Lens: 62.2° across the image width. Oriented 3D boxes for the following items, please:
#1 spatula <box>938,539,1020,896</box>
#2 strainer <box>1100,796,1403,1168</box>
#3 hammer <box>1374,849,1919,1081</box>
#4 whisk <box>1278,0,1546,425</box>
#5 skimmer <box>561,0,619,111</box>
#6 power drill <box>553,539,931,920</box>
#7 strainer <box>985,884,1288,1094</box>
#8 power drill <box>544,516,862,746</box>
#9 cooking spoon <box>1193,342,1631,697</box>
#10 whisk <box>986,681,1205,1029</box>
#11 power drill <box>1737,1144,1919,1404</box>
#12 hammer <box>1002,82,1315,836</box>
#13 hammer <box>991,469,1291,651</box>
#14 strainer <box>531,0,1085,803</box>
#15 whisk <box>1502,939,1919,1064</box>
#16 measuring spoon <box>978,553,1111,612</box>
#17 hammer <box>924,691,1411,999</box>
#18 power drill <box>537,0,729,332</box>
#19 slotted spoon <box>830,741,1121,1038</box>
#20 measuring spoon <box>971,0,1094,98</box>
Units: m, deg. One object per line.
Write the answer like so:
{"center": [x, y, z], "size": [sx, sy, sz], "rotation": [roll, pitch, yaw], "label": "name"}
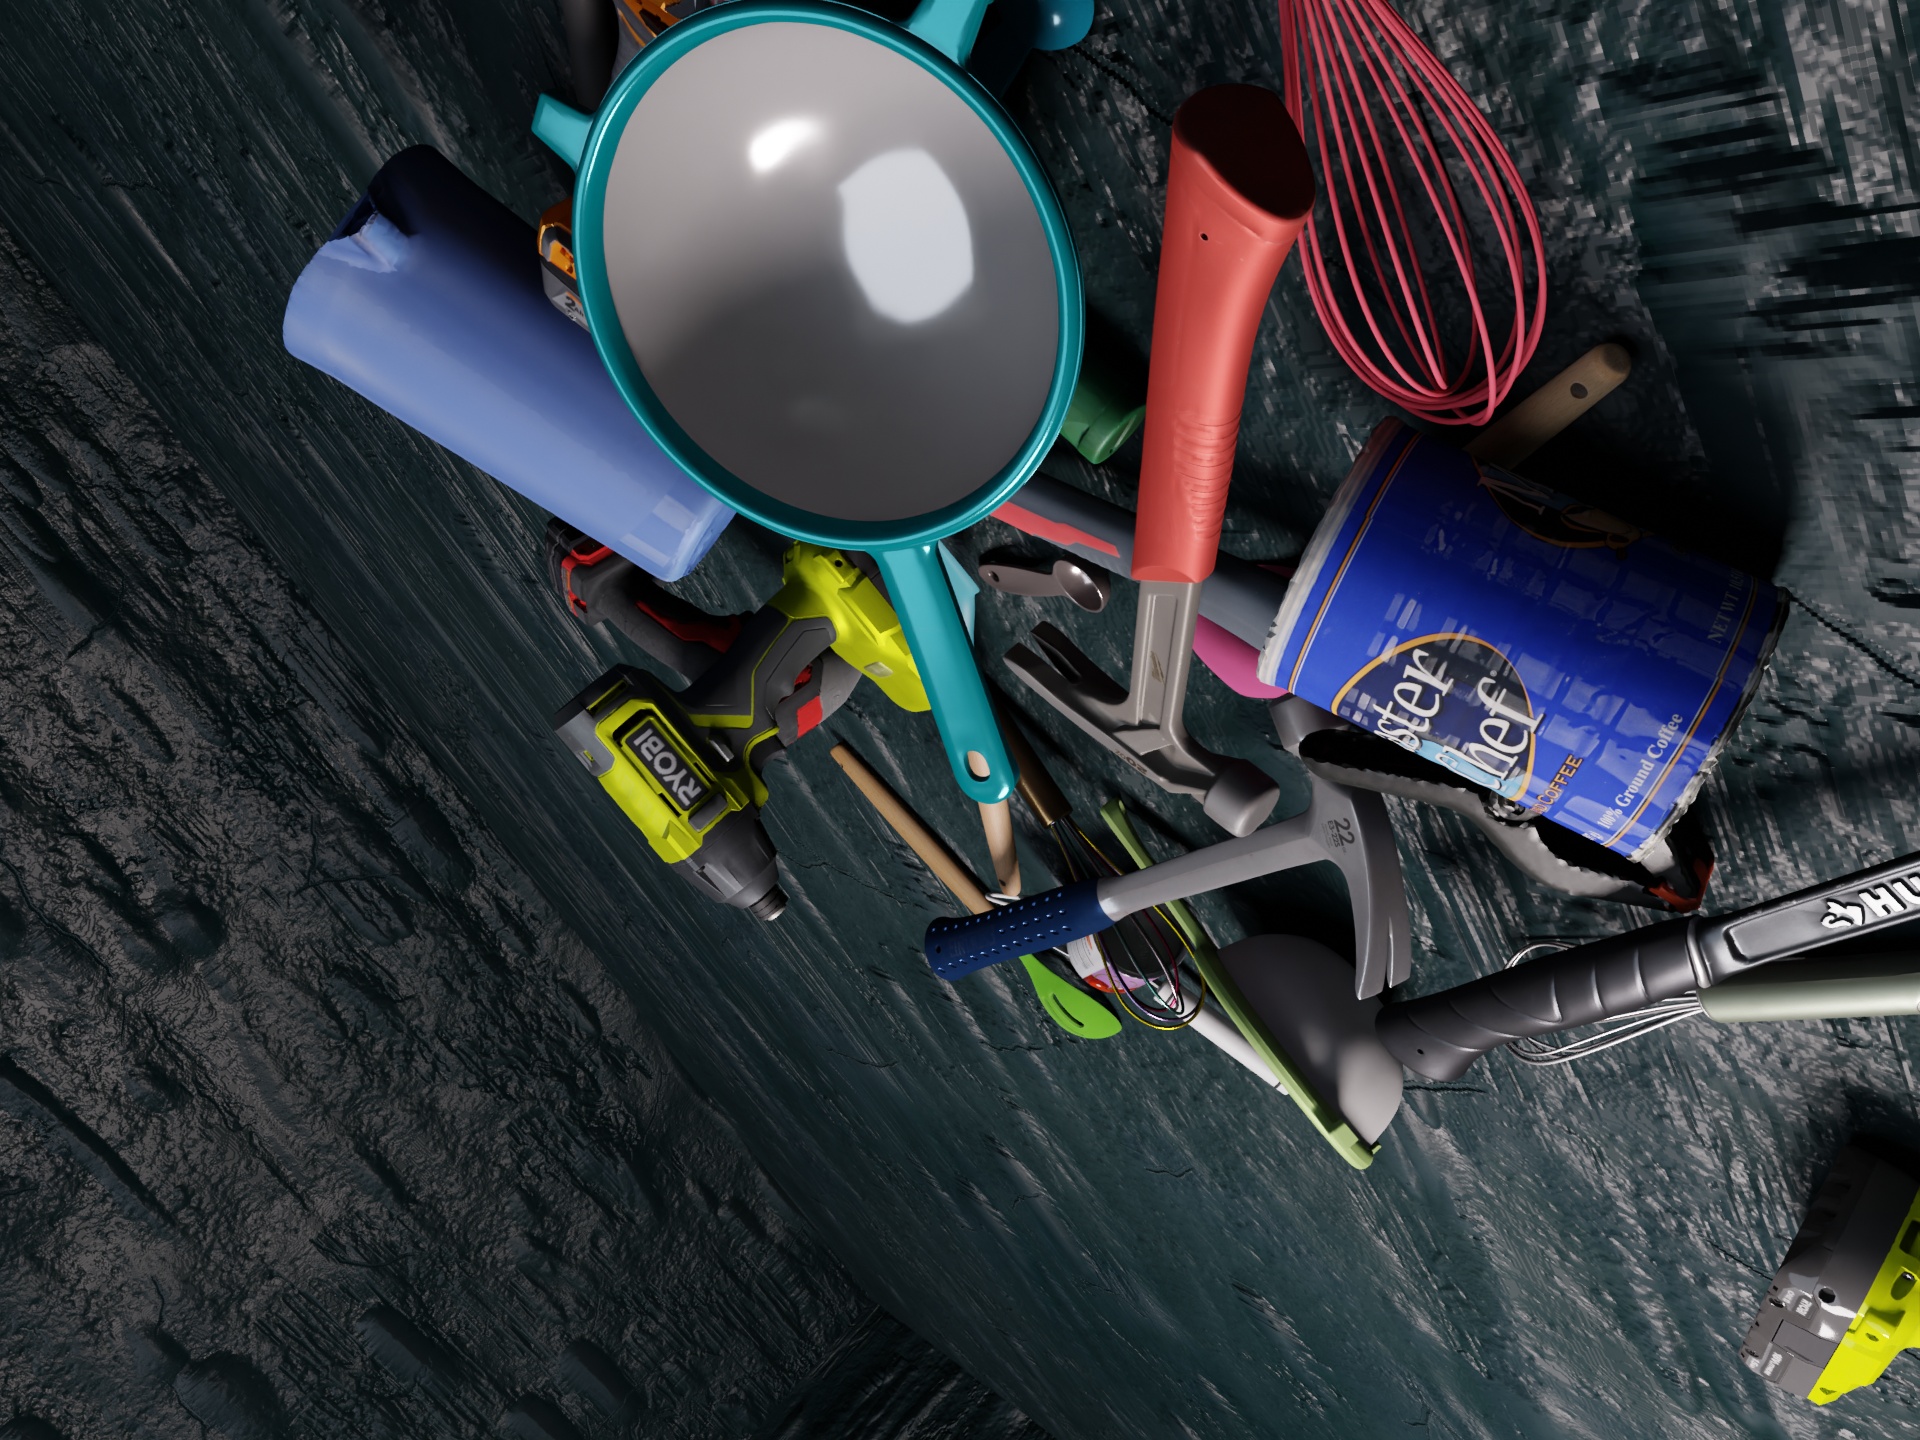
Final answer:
{"center": [-0.001, -0.003, 0.930], "size": [0.082, 0.044, 0.317], "rotation": [26, 143, 38], "label": "spatula"}
{"center": [0.176, 0.132, 0.918], "size": [0.257, 0.069, 0.151], "rotation": [55, -173, 25], "label": "strainer"}
{"center": [0.288, 0.078, 0.592], "size": [0.149, 0.036, 0.409], "rotation": [47, 149, 0], "label": "hammer"}
{"center": [0.105, -0.220, 0.470], "size": [0.073, 0.073, 0.295], "rotation": [5, 128, 57], "label": "whisk"}
{"center": [-0.215, -0.269, 0.883], "size": [0.127, 0.090, 0.363], "rotation": [40, 156, 14], "label": "skimmer"}
{"center": [-0.105, -0.005, 0.951], "size": [0.171, 0.223, 0.080], "rotation": [51, 157, -11], "label": "power drill"}
{"center": [0.134, 0.175, 1.071], "size": [0.258, 0.050, 0.087], "rotation": [36, -164, 9], "label": "strainer"}
{"center": [-0.168, -0.071, 1.075], "size": [0.220, 0.143, 0.078], "rotation": [44, 153, 21], "label": "power drill"}
{"center": [0.167, -0.069, 0.650], "size": [0.069, 0.017, 0.319], "rotation": [45, 157, 1], "label": "cooking spoon"}
{"center": [0.069, 0.081, 0.971], "size": [0.047, 0.051, 0.245], "rotation": [-40, 77, 30], "label": "whisk"}
{"center": [0.461, 0.293, 0.664], "size": [0.229, 0.080, 0.190], "rotation": [27, 150, 32], "label": "power drill"}
{"center": [0.077, -0.085, 0.612], "size": [0.149, 0.037, 0.358], "rotation": [39, 157, 23], "label": "hammer"}
{"center": [0.027, -0.119, 0.759], "size": [0.387, 0.038, 0.143], "rotation": [31, 151, 39], "label": "hammer"}
{"center": [-0.021, -0.128, 0.660], "size": [0.211, 0.095, 0.340], "rotation": [-4, 121, 27], "label": "strainer"}
{"center": [0.313, 0.115, 0.672], "size": [0.057, 0.059, 0.246], "rotation": [15, 162, -22], "label": "whisk"}
{"center": [0.044, -0.079, 0.854], "size": [0.034, 0.018, 0.124], "rotation": [55, 162, -23], "label": "measuring spoon"}
{"center": [0.091, 0.103, 0.885], "size": [0.405, 0.035, 0.144], "rotation": [-29, 77, 56], "label": "hammer"}
{"center": [-0.119, -0.263, 0.713], "size": [0.164, 0.084, 0.226], "rotation": [38, 142, 19], "label": "power drill"}
{"center": [0.008, 0.136, 1.238], "size": [0.314, 0.031, 0.070], "rotation": [47, 157, 1], "label": "slotted spoon"}
{"center": [0.010, -0.253, 0.616], "size": [0.042, 0.021, 0.128], "rotation": [50, 155, -7], "label": "measuring spoon"}
